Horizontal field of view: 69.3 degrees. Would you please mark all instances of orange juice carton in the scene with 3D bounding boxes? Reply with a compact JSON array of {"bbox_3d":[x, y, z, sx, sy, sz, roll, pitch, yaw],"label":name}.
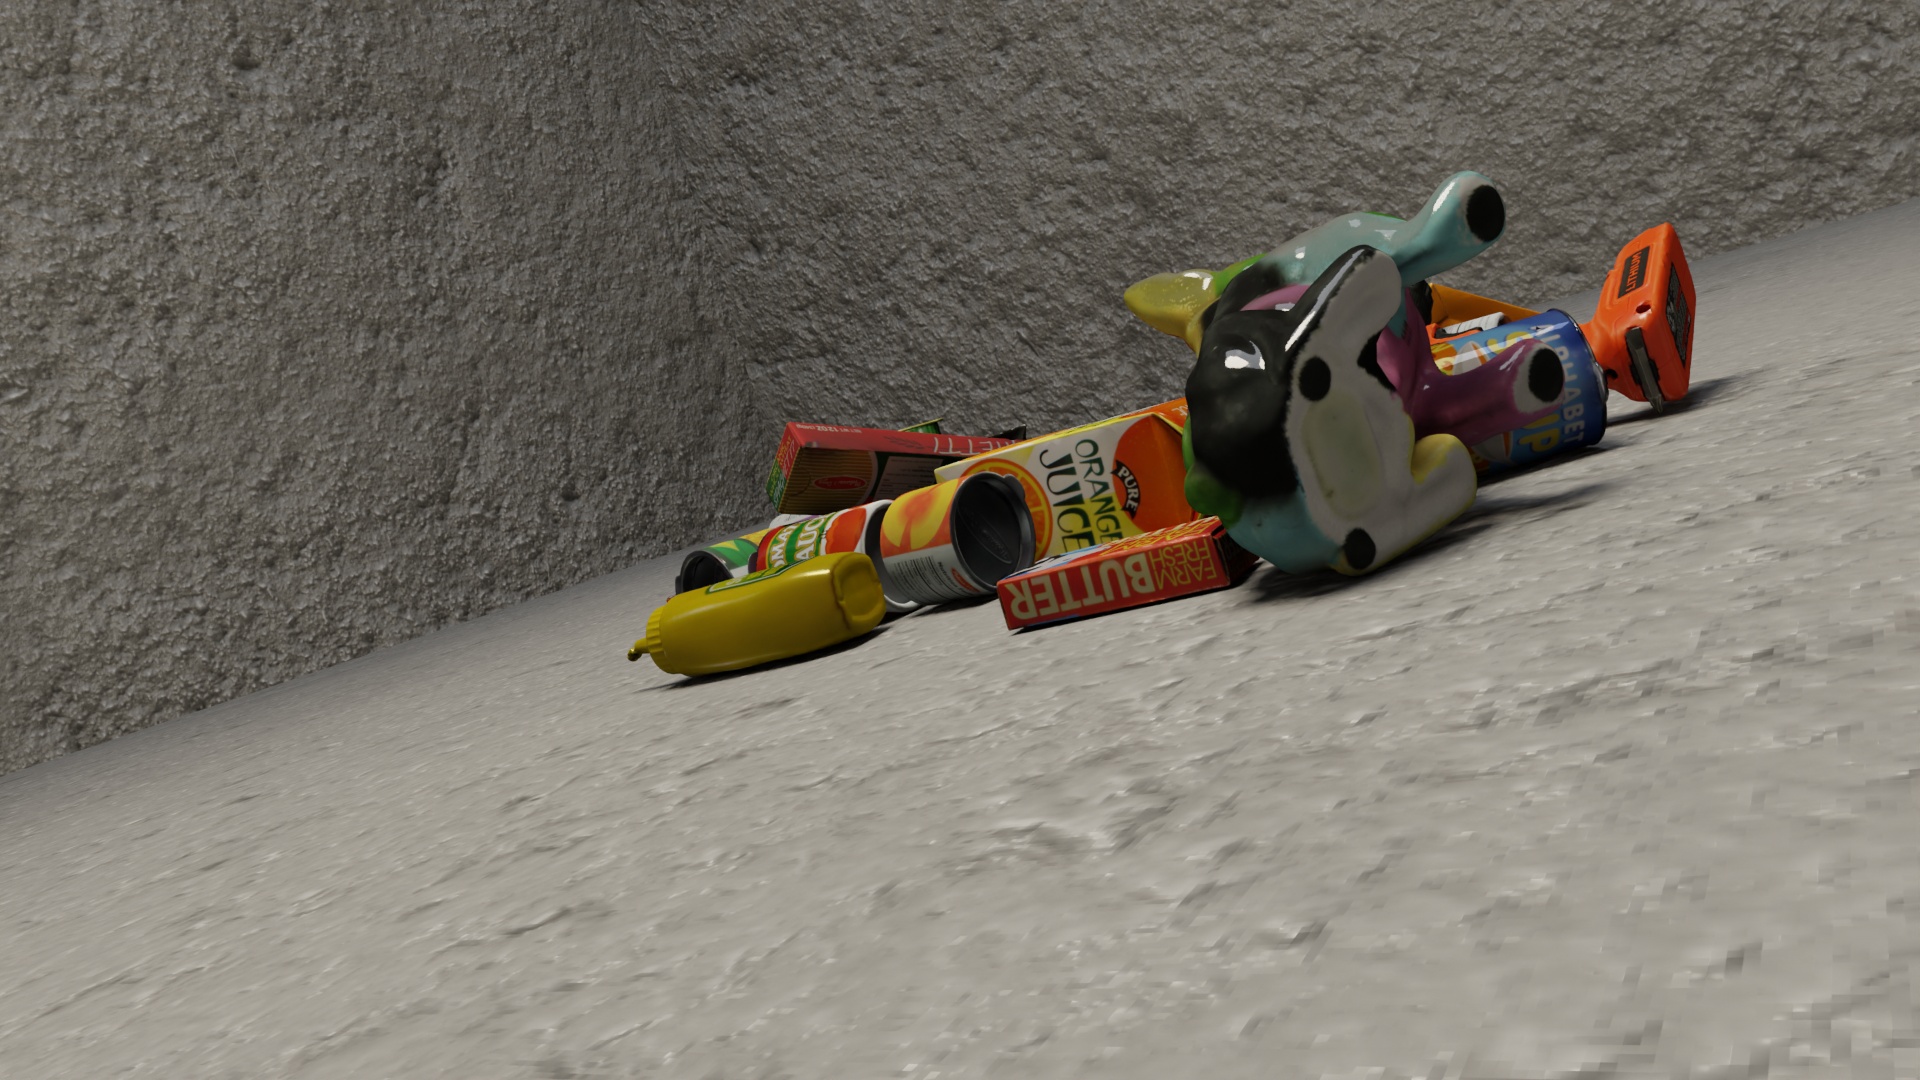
[{"bbox_3d":[0.087,-0.032,0.779,0.192,0.073,0.072,-13,6,37],"label":"orange juice carton"}]

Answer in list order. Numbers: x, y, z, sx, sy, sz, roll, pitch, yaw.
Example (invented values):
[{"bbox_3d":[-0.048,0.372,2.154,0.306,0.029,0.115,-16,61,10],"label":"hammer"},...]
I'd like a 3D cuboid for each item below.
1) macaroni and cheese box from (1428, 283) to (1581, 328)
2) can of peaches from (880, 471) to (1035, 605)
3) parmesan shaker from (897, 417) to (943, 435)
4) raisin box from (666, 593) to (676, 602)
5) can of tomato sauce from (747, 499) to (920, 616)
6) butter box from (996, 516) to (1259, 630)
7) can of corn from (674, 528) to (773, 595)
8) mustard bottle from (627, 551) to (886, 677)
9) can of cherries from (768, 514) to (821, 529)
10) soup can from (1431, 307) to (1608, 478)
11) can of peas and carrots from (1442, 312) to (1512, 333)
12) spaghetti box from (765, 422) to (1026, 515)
[{"bbox_3d":[0.343,-0.134,0.964,0.124,0.040,0.166,14,1,-5],"label":"macaroni and cheese box"},{"bbox_3d":[-0.001,-0.002,0.761,0.058,0.071,0.071,-14,5,43],"label":"can of peaches"},{"bbox_3d":[-0.032,-0.039,1.106,0.071,0.103,0.071,-17,4,1],"label":"parmesan shaker"},{"bbox_3d":[-0.128,0.035,0.970,0.123,0.040,0.086,-14,4,23],"label":"raisin box"},{"bbox_3d":[-0.069,0.015,0.805,0.083,0.071,0.071,-13,5,35],"label":"can of tomato sauce"},{"bbox_3d":[0.072,0.013,0.597,0.103,0.024,0.053,-14,4,29],"label":"butter box"},{"bbox_3d":[-0.132,0.030,0.856,0.058,0.071,0.071,-19,5,-42],"label":"can of corn"},{"bbox_3d":[-0.121,0.045,0.756,0.160,0.048,0.065,-15,3,23],"label":"mustard bottle"},{"bbox_3d":[-0.109,0.004,1.097,0.058,0.071,0.072,-22,2,27],"label":"can of cherries"},{"bbox_3d":[0.243,-0.064,0.641,0.084,0.071,0.071,-17,4,5],"label":"soup can"},{"bbox_3d":[0.310,-0.099,0.847,0.058,0.071,0.071,-13,6,37],"label":"can of peas and carrots"},{"bbox_3d":[-0.001,-0.039,0.877,0.250,0.050,0.029,1,36,-34],"label":"spaghetti box"}]
